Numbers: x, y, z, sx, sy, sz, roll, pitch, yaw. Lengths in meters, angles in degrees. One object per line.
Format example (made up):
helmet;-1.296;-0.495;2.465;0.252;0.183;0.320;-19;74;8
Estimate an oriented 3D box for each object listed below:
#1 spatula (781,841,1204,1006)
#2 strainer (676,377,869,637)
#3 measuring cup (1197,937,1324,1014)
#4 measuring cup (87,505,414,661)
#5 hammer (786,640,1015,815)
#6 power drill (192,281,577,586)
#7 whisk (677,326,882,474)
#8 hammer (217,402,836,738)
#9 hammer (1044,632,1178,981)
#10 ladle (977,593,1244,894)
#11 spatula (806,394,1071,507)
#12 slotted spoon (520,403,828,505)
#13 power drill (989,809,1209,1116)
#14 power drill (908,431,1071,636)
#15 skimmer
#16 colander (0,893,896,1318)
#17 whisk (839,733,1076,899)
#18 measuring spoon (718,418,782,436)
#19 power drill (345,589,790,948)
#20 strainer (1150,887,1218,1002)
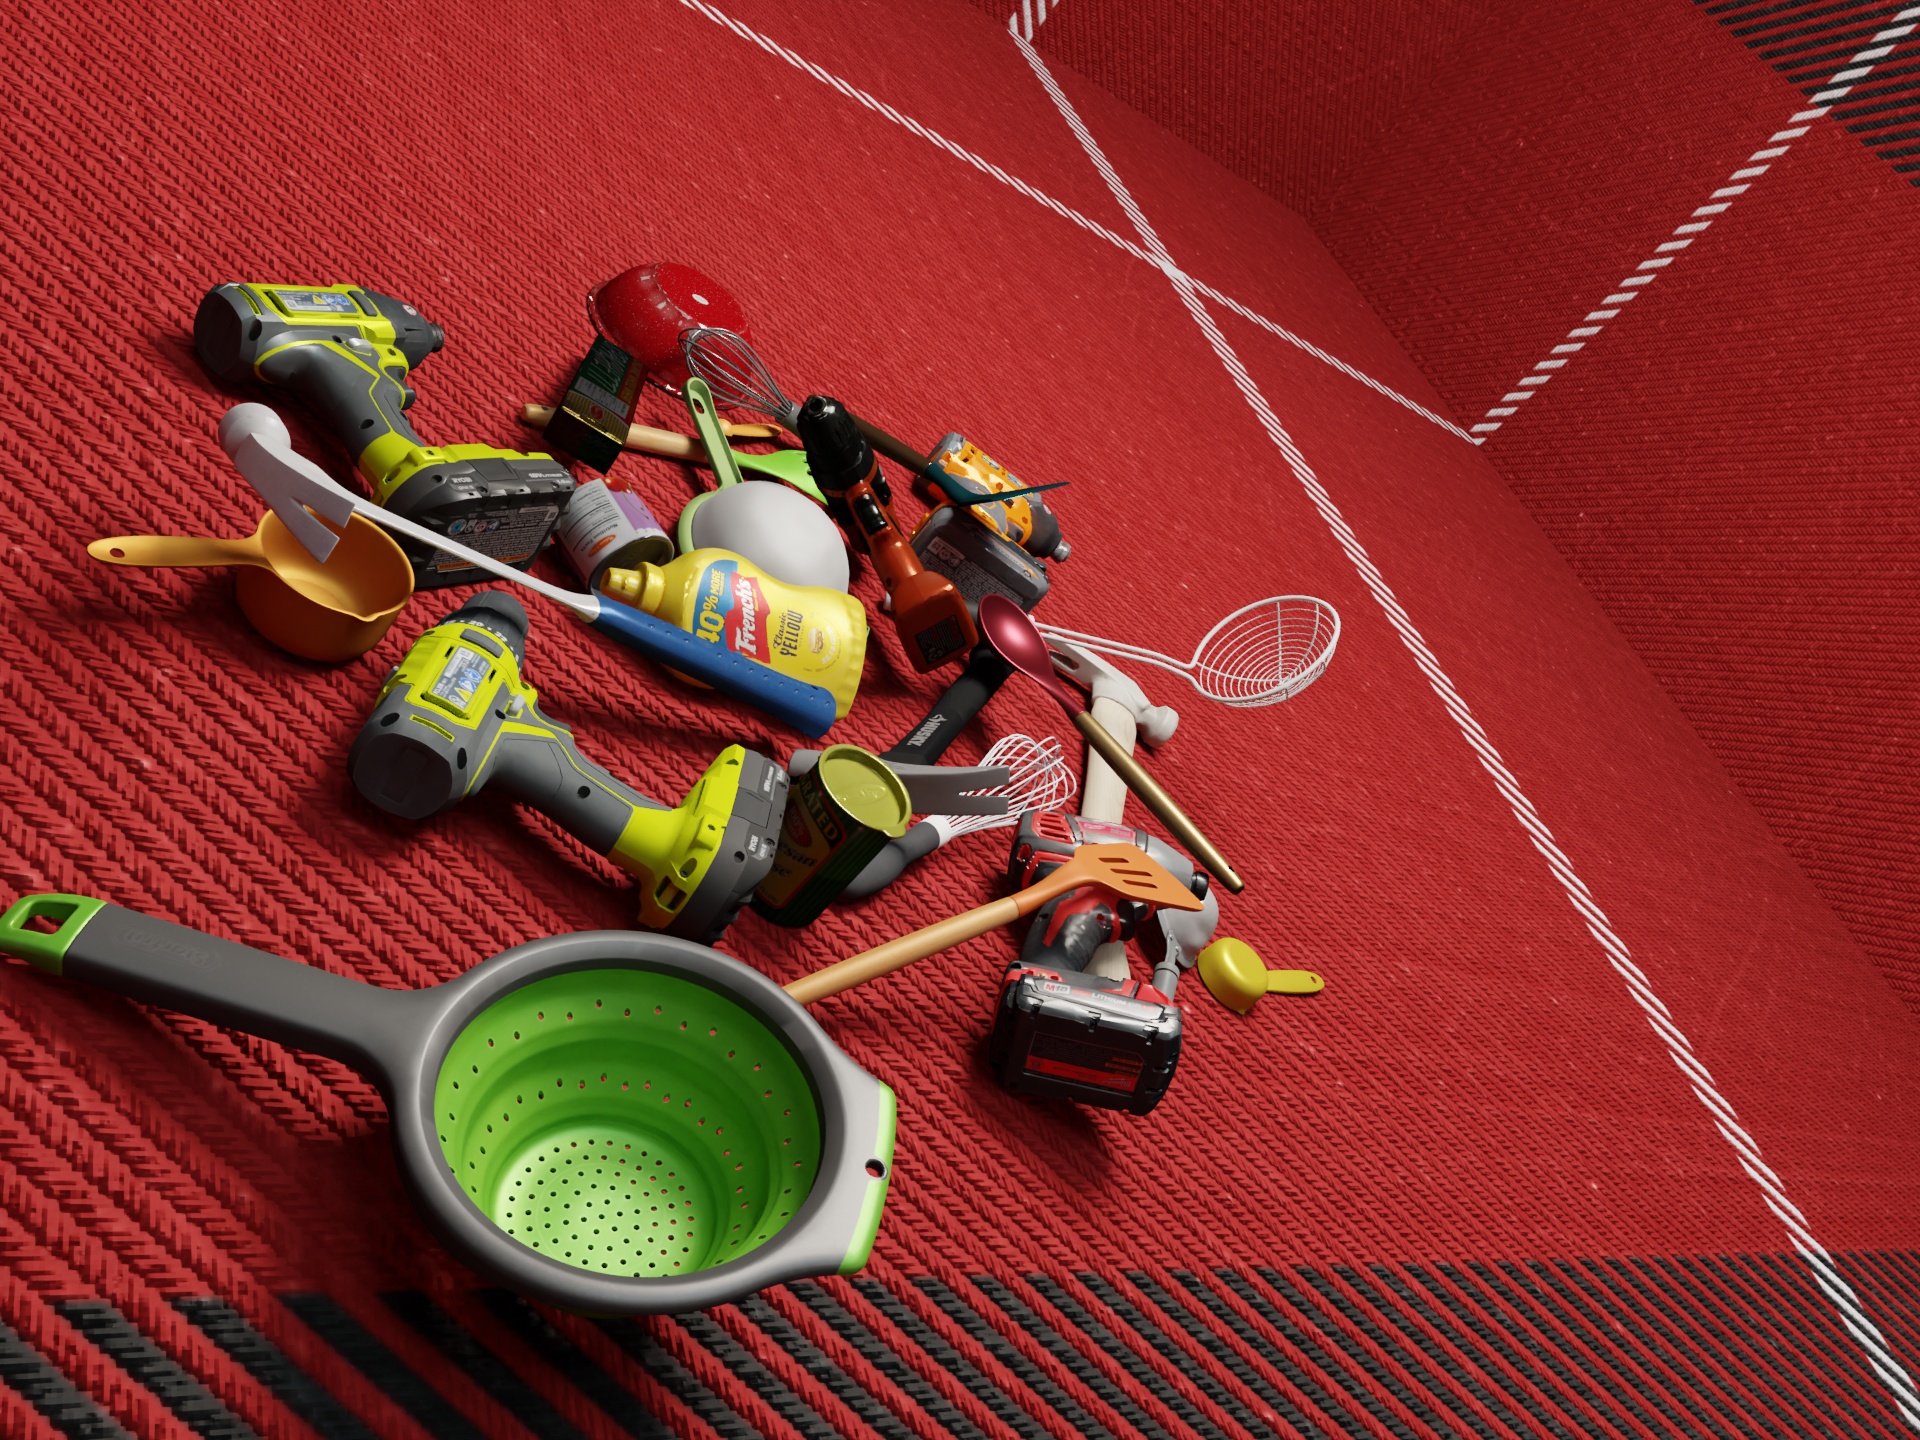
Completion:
spatula;0.012;0.132;0.989;0.322;0.041;0.081;-18;40;-29
strainer;-0.153;-0.175;1.216;0.151;0.069;0.257;1;58;-47
measuring cup;0.252;0.202;1.277;0.156;0.029;0.062;9;44;-41
measuring cup;-0.387;-0.073;0.863;0.173;0.052;0.095;-4;53;-49
hammer;-0.002;-0.004;1.191;0.146;0.035;0.335;7;20;14
power drill;-0.358;-0.195;1.028;0.223;0.080;0.171;48;31;15
whisk;-0.148;-0.266;1.362;0.238;0.055;0.055;31;30;-42
hammer;-0.227;-0.067;0.941;0.405;0.035;0.144;26;9;-43
hammer;0.104;0.074;1.263;0.146;0.038;0.411;33;32;-13
ladle;0.107;0.015;1.191;0.069;0.031;0.316;-2;43;-48
spatula;-0.039;-0.234;1.367;0.082;0.044;0.318;-19;39;-35
slotted spoon;-0.208;-0.215;1.274;0.313;0.031;0.070;6;40;-44
power drill;0.096;0.150;1.068;0.143;0.078;0.220;12;36;0
power drill;0.030;-0.162;1.434;0.164;0.084;0.227;35;27;-14
skimmer;0.121;-0.085;1.298;0.363;0.090;0.127;13;40;-3
colander;-0.232;0.173;0.715;0.397;0.094;0.205;19;34;-5
whisk;-0.001;0.070;1.129;0.070;0.070;0.284;49;36;10
measuring spoon;-0.179;-0.250;1.347;0.021;0.011;0.117;29;18;13
power drill;-0.218;0.020;0.918;0.228;0.080;0.191;31;26;-15
strainer;0.156;0.183;1.176;0.086;0.050;0.259;61;30;-23
